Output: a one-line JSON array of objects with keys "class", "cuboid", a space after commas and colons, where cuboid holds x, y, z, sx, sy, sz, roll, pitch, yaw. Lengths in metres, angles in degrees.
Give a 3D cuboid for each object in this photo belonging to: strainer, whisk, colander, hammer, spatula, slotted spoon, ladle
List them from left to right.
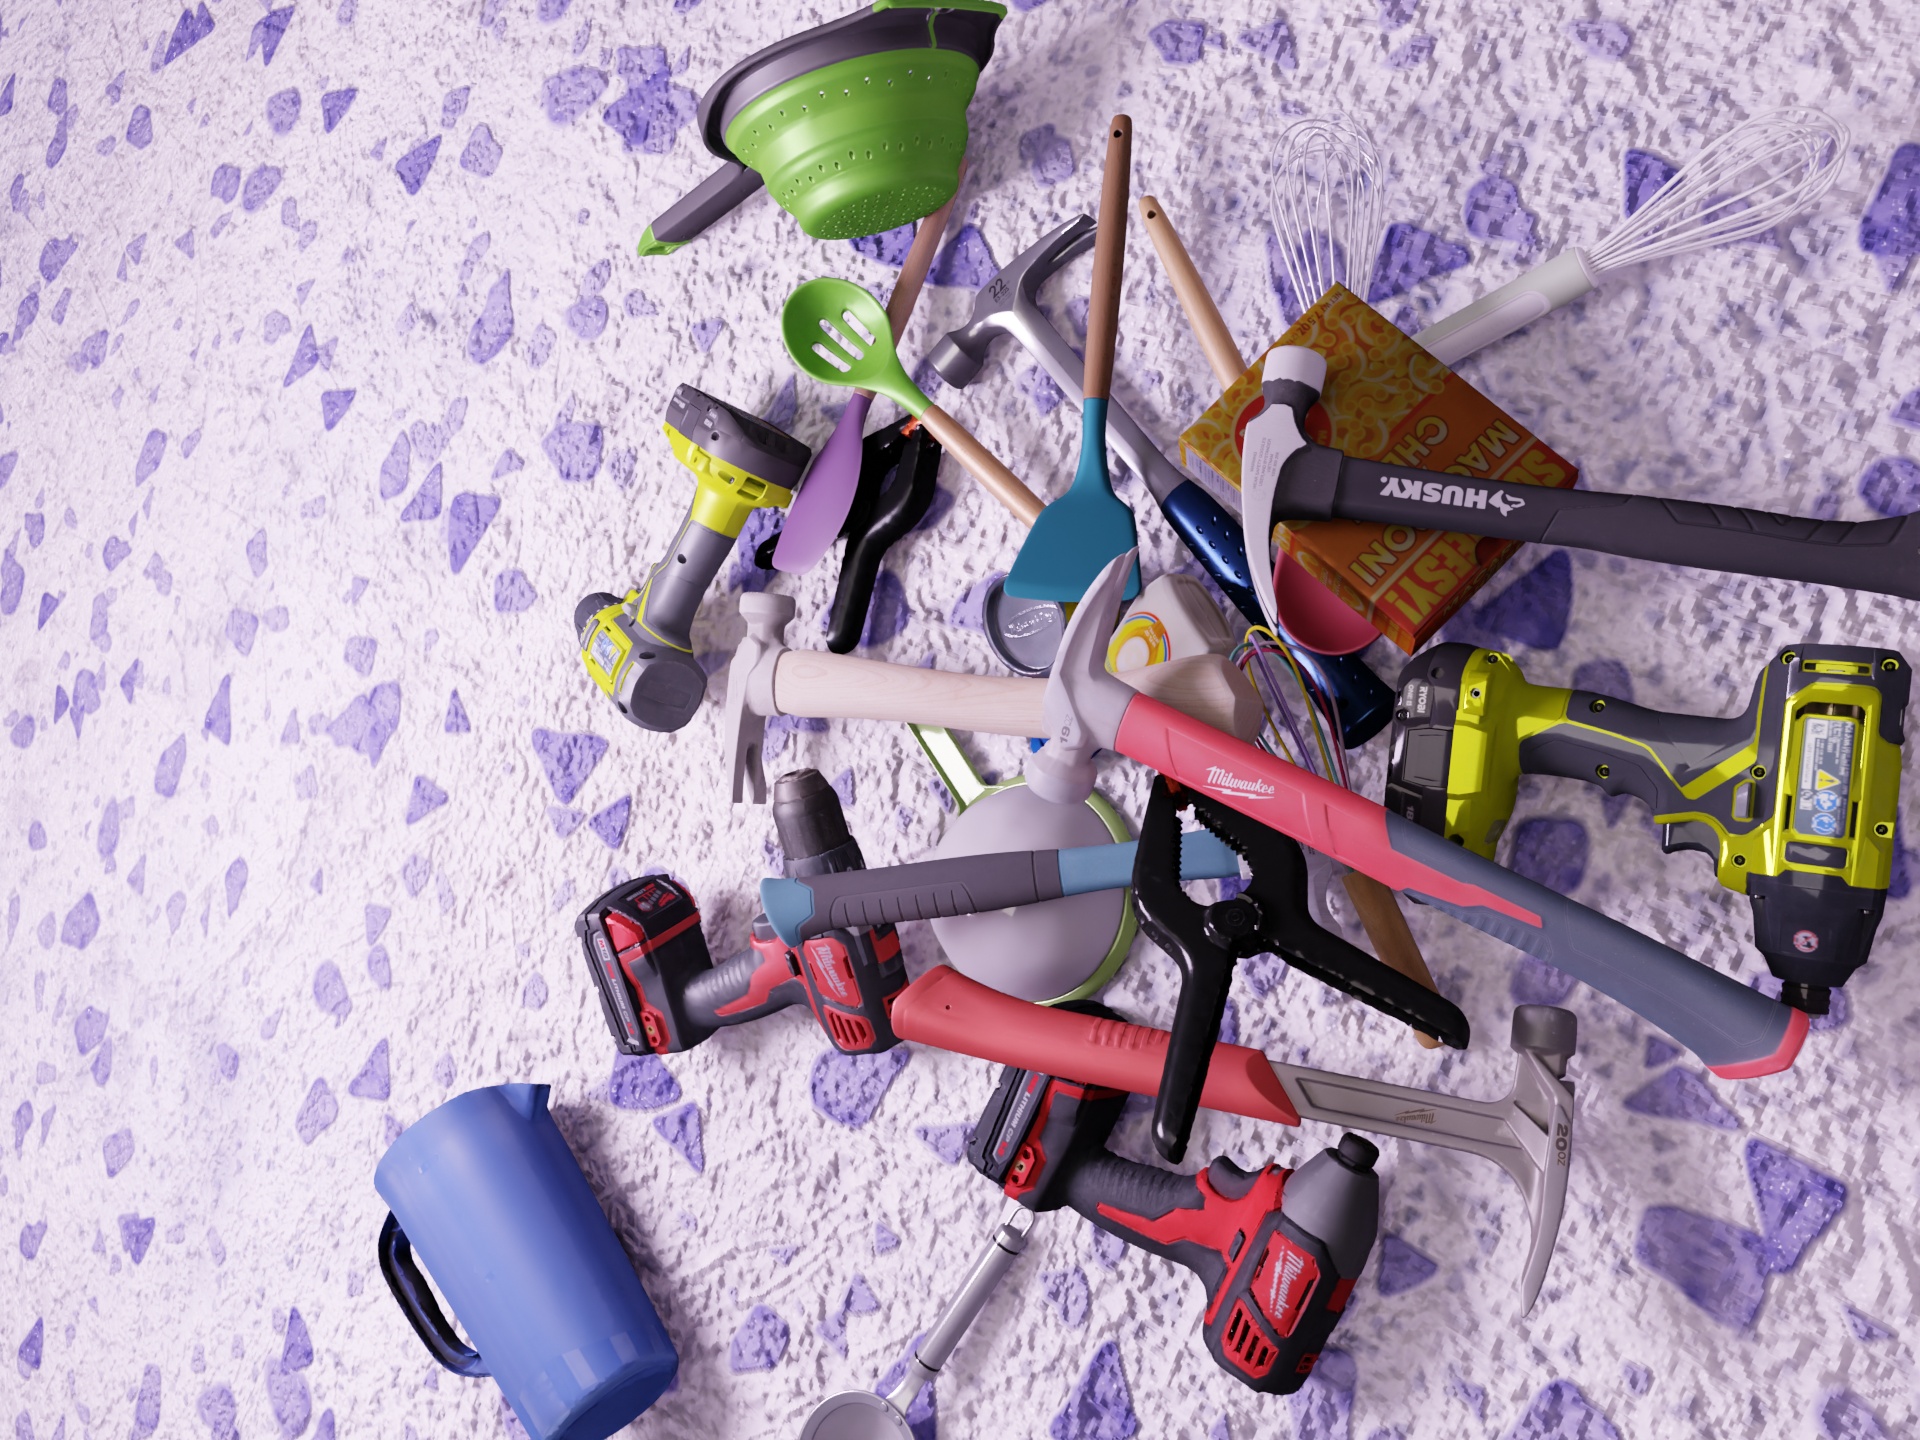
[{"class": "colander", "cuboid": [-0.115, -0.370, 1.120, 0.397, 0.204, 0.094, -13, 94, 51]}, {"class": "spatula", "cuboid": [-0.057, -0.247, 1.101, 0.060, 0.018, 0.316, 17, 84, 44]}, {"class": "strainer", "cuboid": [-0.024, 0.406, 0.985, 0.087, 0.050, 0.258, 36, 97, 27]}, {"class": "slotted spoon", "cuboid": [-0.005, -0.184, 1.046, 0.070, 0.031, 0.314, -45, 71, 1]}, {"class": "hammer", "cuboid": [-0.002, -0.003, 0.970, 0.411, 0.038, 0.146, 5, 90, 43]}, {"class": "strainer", "cuboid": [0.006, 0.065, 1.001, 0.151, 0.069, 0.257, -44, 63, 21]}, {"class": "hammer", "cuboid": [0.045, 0.091, 0.919, 0.331, 0.033, 0.128, -8, 72, 9]}, {"class": "spatula", "cuboid": [0.084, -0.222, 0.965, 0.082, 0.044, 0.317, 3, 82, 18]}, {"class": "hammer", "cuboid": [0.129, -0.149, 0.971, 0.144, 0.035, 0.406, -46, 60, 20]}, {"class": "hammer", "cuboid": [0.130, 0.196, 0.839, 0.359, 0.036, 0.149, 7, 73, 21]}, {"class": "ladle", "cuboid": [0.166, -0.175, 0.909, 0.069, 0.031, 0.316, -27, 70, 17]}, {"class": "whisk", "cuboid": [0.216, -0.210, 0.914, 0.070, 0.070, 0.285, -6, 84, 34]}, {"class": "whisk", "cuboid": [0.206, 0.060, 0.857, 0.047, 0.051, 0.245, -32, 78, 43]}, {"class": "hammer", "cuboid": [0.216, 0.050, 0.770, 0.386, 0.038, 0.143, 27, 119, 20]}, {"class": "hammer", "cuboid": [0.302, -0.093, 0.775, 0.335, 0.035, 0.146, 10, 78, 14]}, {"class": "whisk", "cuboid": [0.338, -0.243, 0.839, 0.246, 0.057, 0.059, -26, 34, 33]}]

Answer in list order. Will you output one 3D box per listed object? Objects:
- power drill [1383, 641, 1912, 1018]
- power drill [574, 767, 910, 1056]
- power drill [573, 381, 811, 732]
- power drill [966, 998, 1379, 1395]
[{"class": "power drill", "cuboid": [0.329, 0.044, 0.779, 0.223, 0.080, 0.171, 6, 91, 32]}, {"class": "power drill", "cuboid": [-0.146, 0.134, 1.059, 0.227, 0.080, 0.188, -11, 101, 31]}, {"class": "power drill", "cuboid": [-0.210, -0.122, 1.162, 0.228, 0.080, 0.191, -63, 34, 9]}, {"class": "power drill", "cuboid": [0.124, 0.252, 0.888, 0.220, 0.078, 0.143, 29, 99, 31]}]
